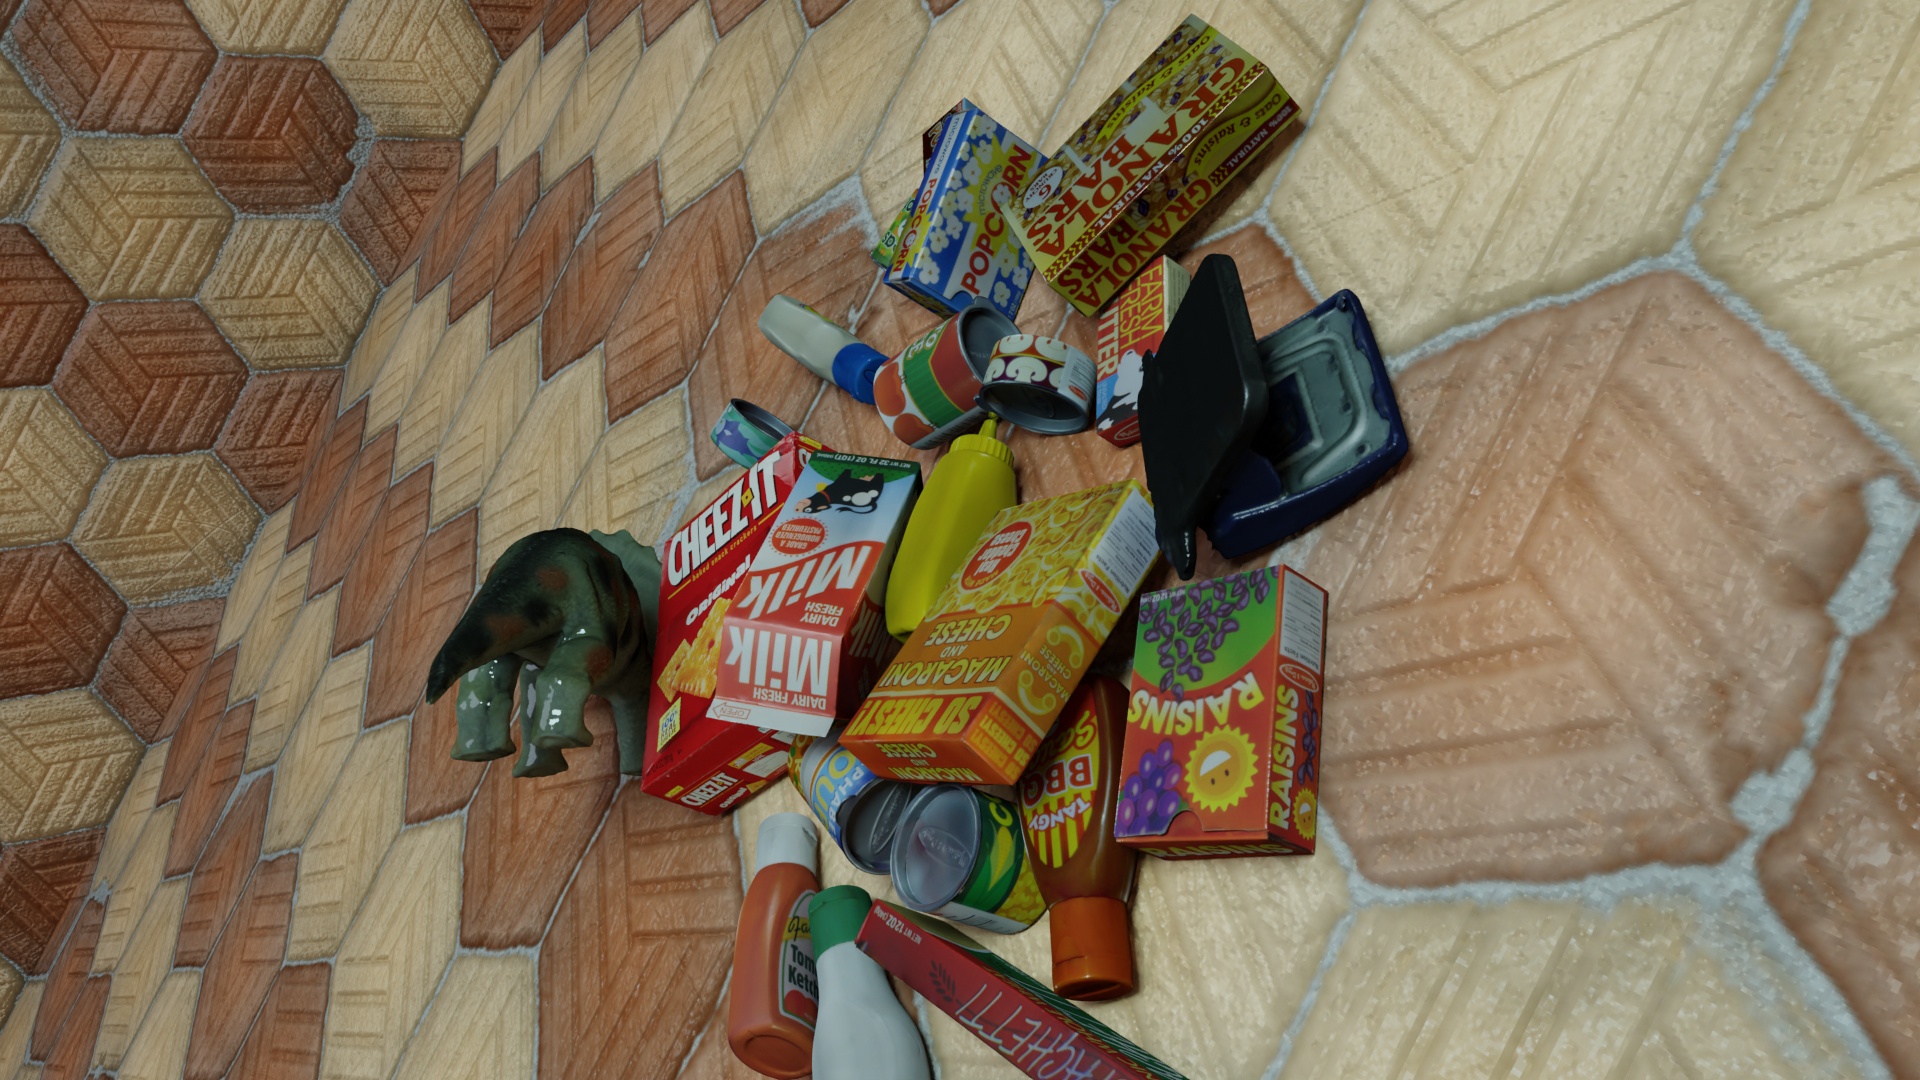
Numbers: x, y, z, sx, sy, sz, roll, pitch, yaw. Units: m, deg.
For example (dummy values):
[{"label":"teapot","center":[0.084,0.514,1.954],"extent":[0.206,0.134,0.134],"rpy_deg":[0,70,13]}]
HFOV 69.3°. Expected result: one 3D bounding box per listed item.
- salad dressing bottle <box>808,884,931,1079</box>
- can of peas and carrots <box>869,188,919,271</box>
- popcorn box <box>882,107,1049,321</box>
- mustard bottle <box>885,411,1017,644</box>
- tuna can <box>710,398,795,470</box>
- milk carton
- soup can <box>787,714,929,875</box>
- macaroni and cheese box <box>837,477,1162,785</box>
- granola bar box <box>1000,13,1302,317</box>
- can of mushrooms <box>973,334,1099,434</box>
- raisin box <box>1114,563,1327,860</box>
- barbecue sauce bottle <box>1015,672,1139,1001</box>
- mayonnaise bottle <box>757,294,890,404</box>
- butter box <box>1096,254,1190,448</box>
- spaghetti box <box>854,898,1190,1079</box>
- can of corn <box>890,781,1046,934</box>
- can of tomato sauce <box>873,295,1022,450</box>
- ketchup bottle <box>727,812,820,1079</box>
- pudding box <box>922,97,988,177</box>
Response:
[{"label":"salad dressing bottle","center":[-0.053,0.252,0.731],"extent":[0.064,0.044,0.148],"rpy_deg":[-42,39,21]},{"label":"can of peas and carrots","center":[-0.022,-0.204,0.967],"extent":[0.058,0.071,0.071],"rpy_deg":[-54,36,11]},{"label":"popcorn box","center":[0.011,-0.207,0.915],"extent":[0.038,0.085,0.127],"rpy_deg":[8,74,54]},{"label":"mustard bottle","center":[0.003,-0.010,0.819],"extent":[0.048,0.065,0.161],"rpy_deg":[-14,52,47]},{"label":"tuna can","center":[-0.152,-0.075,1.054],"extent":[0.032,0.071,0.071],"rpy_deg":[-55,36,12]},{"label":"milk carton","center":[-0.079,0.036,0.807],"extent":[0.072,0.073,0.192],"rpy_deg":[7,44,13]},{"label":"soup can","center":[-0.055,0.137,0.784],"extent":[0.071,0.071,0.084],"rpy_deg":[-60,35,4]},{"label":"macaroni and cheese box","center":[0.024,0.048,0.711],"extent":[0.123,0.040,0.167],"rpy_deg":[-13,36,56]},{"label":"granola bar box","center":[0.107,-0.223,0.822],"extent":[0.165,0.039,0.125],"rpy_deg":[-43,32,15]},{"label":"can of mushrooms","center":[0.044,-0.091,0.812],"extent":[0.071,0.071,0.033],"rpy_deg":[-4,65,51]},{"label":"raisin box","center":[0.119,0.080,0.631],"extent":[0.086,0.040,0.124],"rpy_deg":[-15,57,45]},{"label":"barbecue sauce bottle","center":[0.058,0.141,0.664],"extent":[0.064,0.043,0.149],"rpy_deg":[-28,48,33]},{"label":"mayonnaise bottle","center":[-0.095,-0.139,1.028],"extent":[0.041,0.064,0.148],"rpy_deg":[-56,39,2]},{"label":"butter box","center":[0.104,-0.107,0.786],"extent":[0.053,0.024,0.104],"rpy_deg":[-25,50,40]},{"label":"spaghetti box","center":[0.038,0.223,0.628],"extent":[0.250,0.050,0.029],"rpy_deg":[14,78,54]},{"label":"can of corn","center":[0.009,0.158,0.701],"extent":[0.071,0.058,0.071],"rpy_deg":[-30,46,38]},{"label":"can of tomato sauce","center":[-0.006,-0.105,0.884],"extent":[0.083,0.071,0.071],"rpy_deg":[-28,48,40]},{"label":"ketchup bottle","center":[-0.102,0.226,0.797],"extent":[0.043,0.064,0.149],"rpy_deg":[-23,39,15]},{"label":"pudding box","center":[-0.001,-0.280,1.028],"extent":[0.049,0.030,0.084],"rpy_deg":[-31,46,35]}]
